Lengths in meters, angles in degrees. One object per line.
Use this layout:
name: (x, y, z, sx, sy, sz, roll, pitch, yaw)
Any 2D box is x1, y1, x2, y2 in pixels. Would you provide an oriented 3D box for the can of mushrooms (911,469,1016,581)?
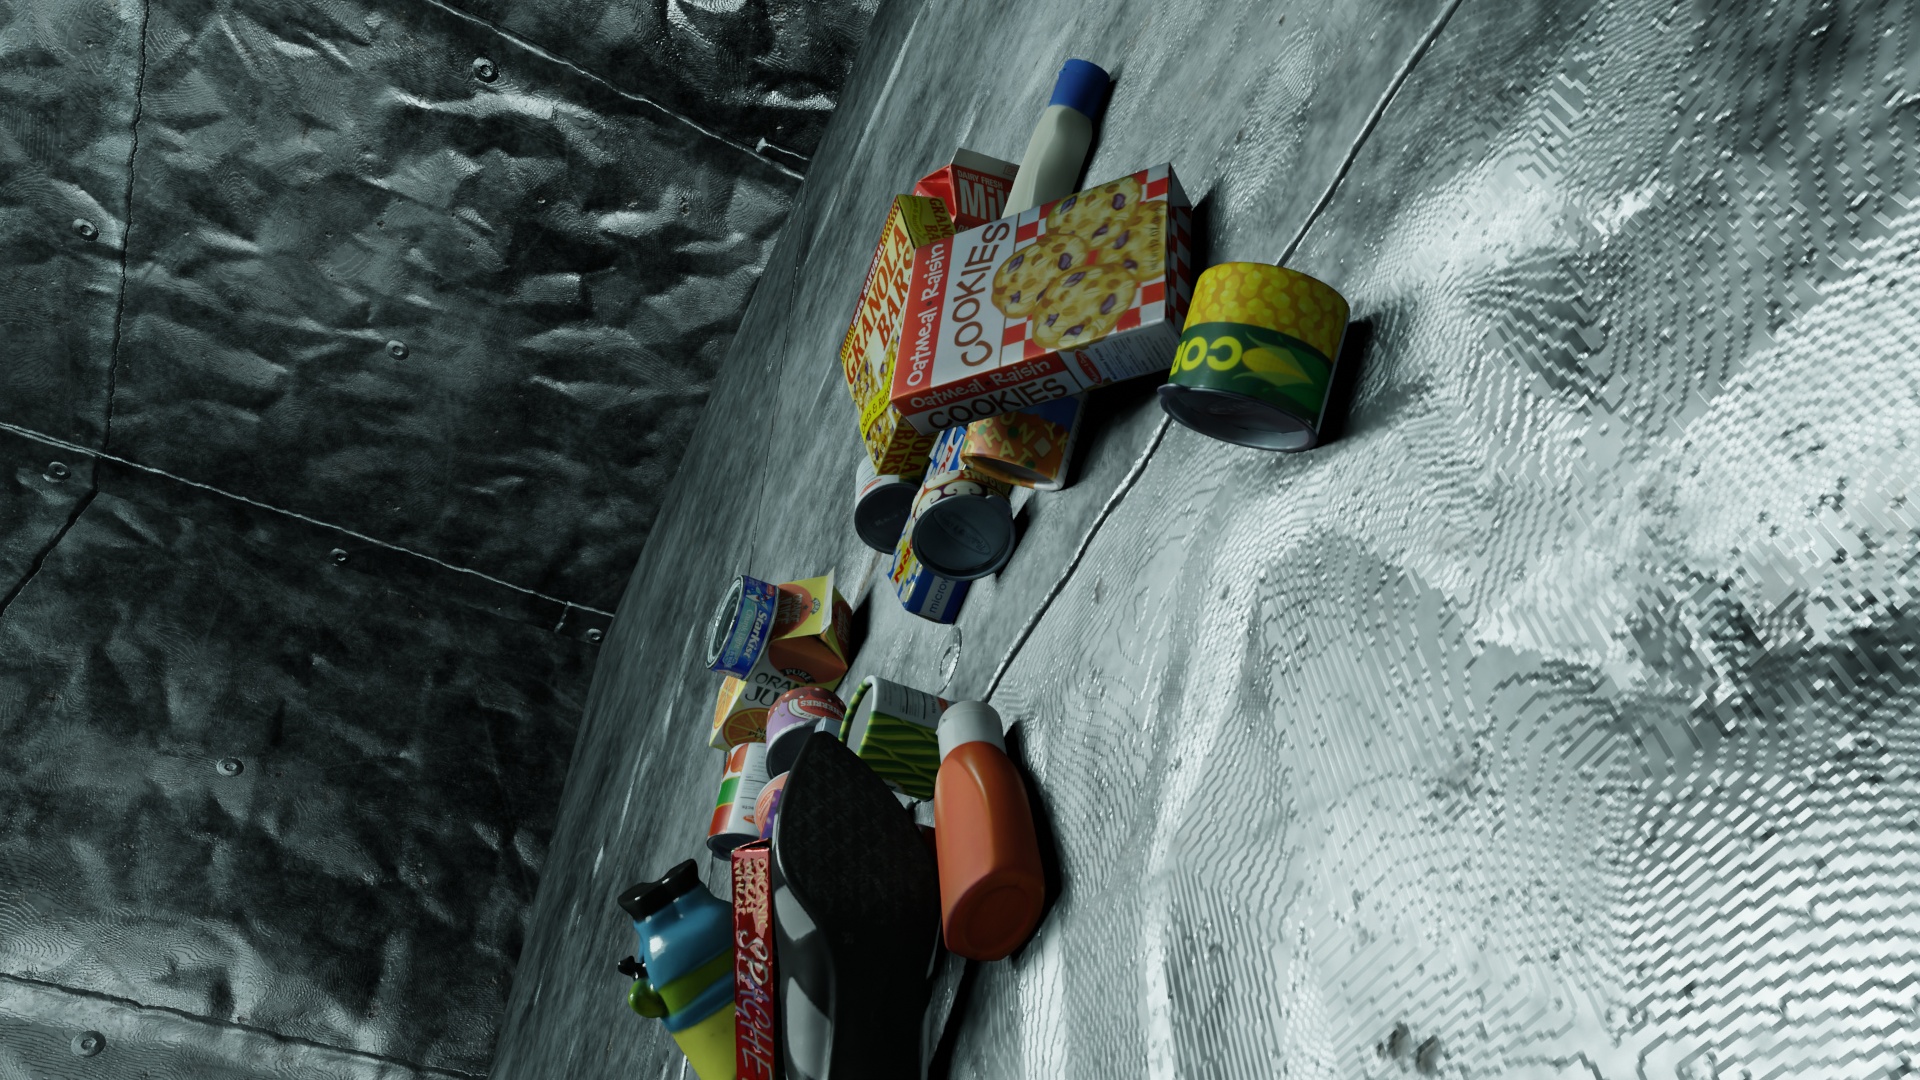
can of mushrooms: (0.003, -0.011, 0.882, 0.033, 0.071, 0.070, -95, 30, -56)

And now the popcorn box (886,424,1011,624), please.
popcorn box: (-0.007, -0.015, 0.965, 0.085, 0.038, 0.126, -125, 56, -71)

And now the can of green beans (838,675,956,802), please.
can of green beans: (-0.040, 0.124, 0.874, 0.071, 0.058, 0.071, -159, 89, -73)

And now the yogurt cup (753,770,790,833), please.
yogurt cup: (-0.111, 0.206, 0.996, 0.072, 0.072, 0.054, -65, 26, 18)

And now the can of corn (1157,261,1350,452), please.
can of corn: (0.121, -0.076, 0.577, 0.071, 0.071, 0.058, -12, 59, 71)

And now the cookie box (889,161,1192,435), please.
cookie box: (0.046, -0.134, 0.784, 0.167, 0.040, 0.123, -13, 50, 27)

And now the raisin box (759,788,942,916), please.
raisin box: (-0.066, 0.198, 0.807, 0.123, 0.040, 0.086, 4, 73, 39)

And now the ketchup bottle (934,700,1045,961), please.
ketchup bottle: (0.010, 0.142, 0.721, 0.149, 0.043, 0.064, -99, 31, -59)

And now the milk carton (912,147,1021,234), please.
milk carton: (-0.010, -0.214, 1.098, 0.074, 0.072, 0.189, 53, 127, 46)

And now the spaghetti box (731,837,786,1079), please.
spaghetti box: (-0.094, 0.286, 0.741, 0.028, 0.050, 0.250, -12, 74, 28)

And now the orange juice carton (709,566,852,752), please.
orange juice carton: (-0.149, 0.108, 1.207, 0.191, 0.073, 0.072, -56, 21, 36)

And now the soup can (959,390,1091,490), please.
soup can: (0.039, -0.080, 0.836, 0.071, 0.071, 0.084, 170, 119, -71)

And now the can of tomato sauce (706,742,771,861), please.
can of tomato sauce: (-0.170, 0.220, 1.157, 0.071, 0.071, 0.083, -49, 26, 50)

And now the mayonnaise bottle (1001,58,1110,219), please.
mayonnaise bottle: (0.069, -0.280, 1.028, 0.148, 0.041, 0.065, -69, 17, -1)

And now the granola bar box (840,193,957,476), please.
granola bar box: (-0.038, -0.144, 0.994, 0.164, 0.039, 0.125, 118, 143, -49)

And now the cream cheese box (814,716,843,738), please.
cream cheese box: (-0.084, 0.178, 0.957, 0.024, 0.053, 0.104, 136, 150, -59)

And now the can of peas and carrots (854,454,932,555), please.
can of peas and carrots: (-0.046, -0.030, 1.063, 0.059, 0.071, 0.070, -94, 29, -55)

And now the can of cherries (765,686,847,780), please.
can of cherries: (-0.114, 0.152, 1.062, 0.058, 0.071, 0.071, -105, 38, -65)
